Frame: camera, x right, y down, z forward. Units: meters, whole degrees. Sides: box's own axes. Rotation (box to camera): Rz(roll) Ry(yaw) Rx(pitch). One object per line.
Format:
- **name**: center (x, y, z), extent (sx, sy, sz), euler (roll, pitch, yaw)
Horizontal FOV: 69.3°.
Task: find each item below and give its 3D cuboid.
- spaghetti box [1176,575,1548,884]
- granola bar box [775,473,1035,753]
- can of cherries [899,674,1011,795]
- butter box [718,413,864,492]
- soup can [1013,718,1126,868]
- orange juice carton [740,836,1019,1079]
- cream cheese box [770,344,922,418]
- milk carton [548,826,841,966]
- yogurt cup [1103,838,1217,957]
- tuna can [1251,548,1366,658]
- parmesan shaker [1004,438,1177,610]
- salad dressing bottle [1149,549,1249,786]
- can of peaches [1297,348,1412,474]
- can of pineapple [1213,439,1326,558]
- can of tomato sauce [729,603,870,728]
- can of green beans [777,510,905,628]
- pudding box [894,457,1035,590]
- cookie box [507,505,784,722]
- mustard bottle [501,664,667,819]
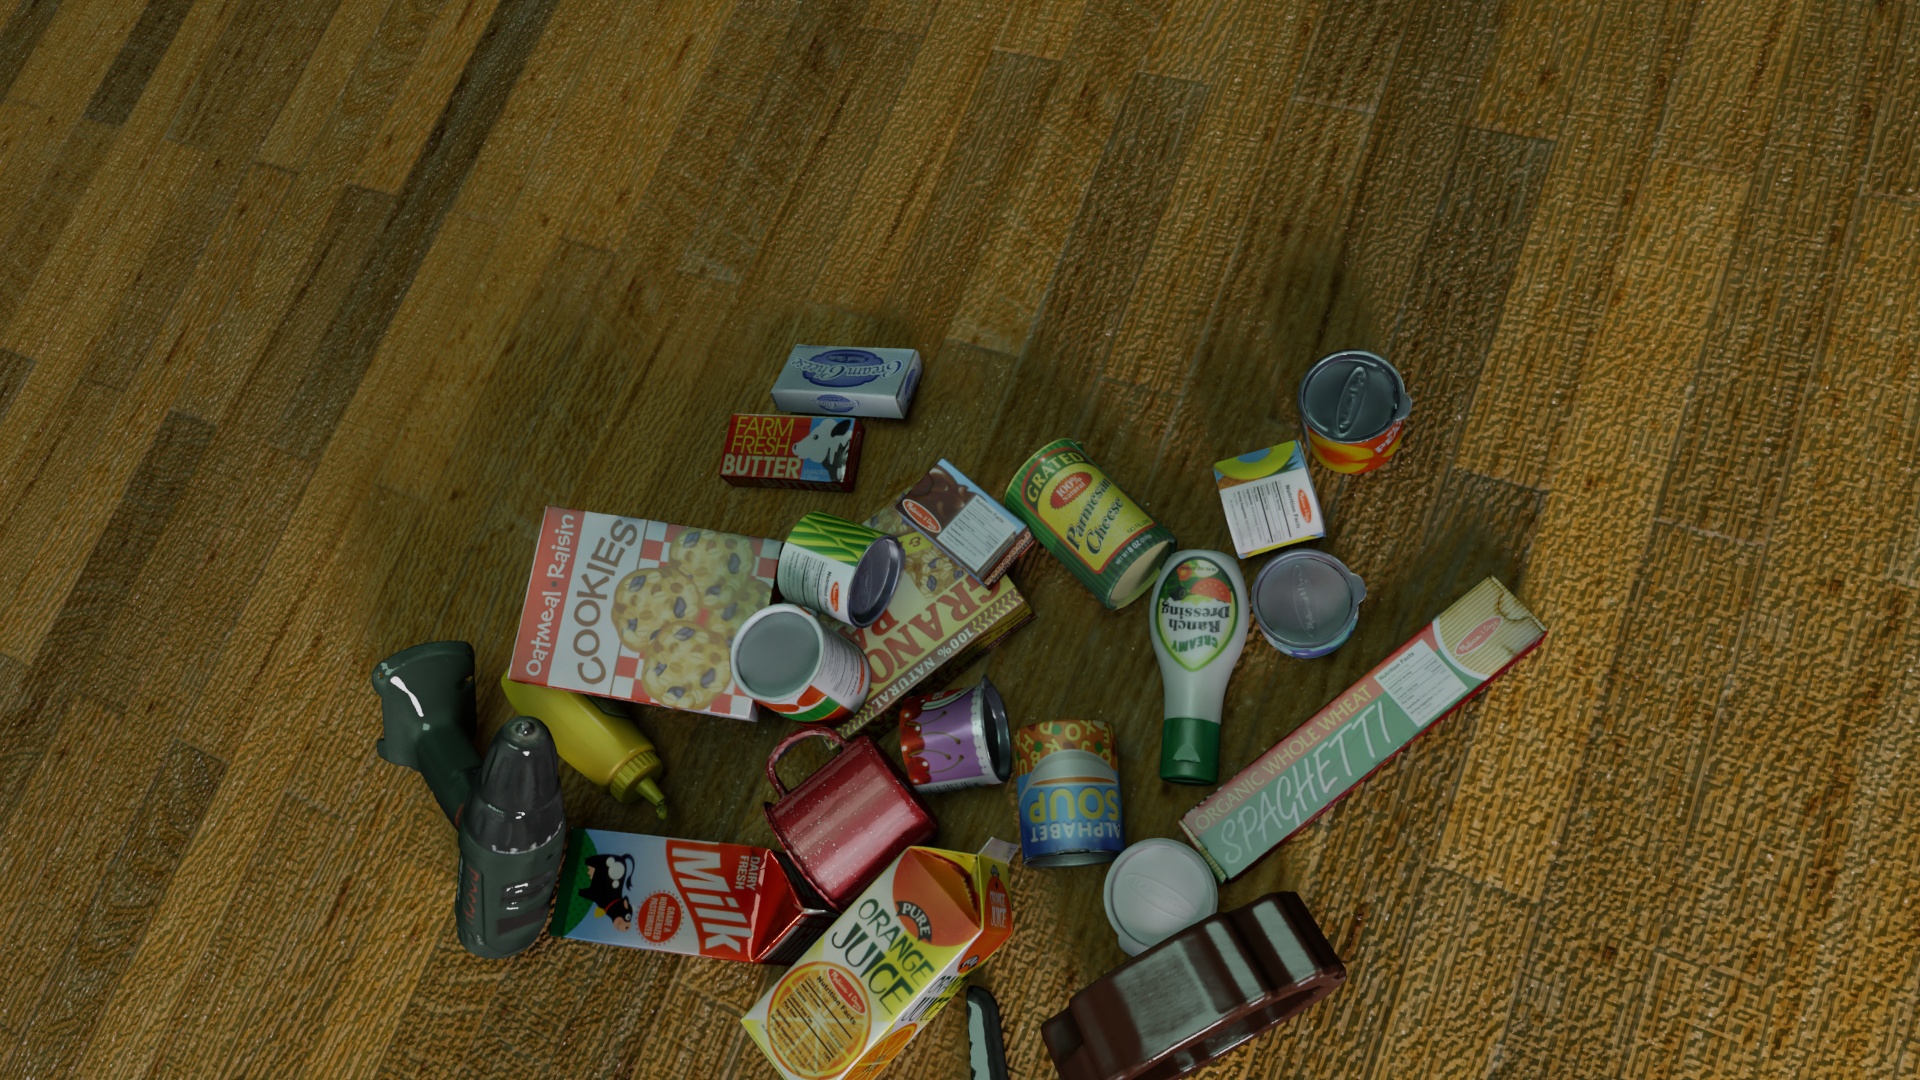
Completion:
- **spaghetti box**: center (0.246, 0.118, 0.859), extent (0.250, 0.028, 0.050), euler (-38, 65, 1)
- **granola bar box**: center (-0.050, 0.052, 0.968), extent (0.165, 0.039, 0.124), euler (-38, 64, 1)
- **can of cherries**: center (-0.003, 0.128, 0.912), extent (0.058, 0.071, 0.072), euler (-12, 69, 14)
- **butter box**: center (-0.126, -0.066, 1.041), extent (0.103, 0.024, 0.053), euler (3, 72, 18)
- **soup can**: center (0.069, 0.160, 0.876), extent (0.071, 0.071, 0.084), euler (-9, 69, 14)
- **orange juice carton**: center (-0.037, 0.259, 0.874), extent (0.193, 0.071, 0.073), euler (-46, 65, -2)
- **cream cheese box**: center (-0.085, -0.120, 1.038), extent (0.104, 0.024, 0.054), euler (5, 51, 19)
- **milk carton**: center (-0.166, 0.238, 0.920), extent (0.190, 0.072, 0.073), euler (2, 72, 18)
- **yogurt cup**: center (0.125, 0.219, 0.848), extent (0.072, 0.054, 0.072), euler (-5, 70, 15)
- **tuna can**: center (0.224, 0.040, 0.891), extent (0.071, 0.032, 0.071), euler (-5, 70, 15)
- **parmesan shaker**: center (0.089, -0.013, 0.934), extent (0.071, 0.071, 0.103), euler (-44, 65, -1)
- **salad dressing bottle**: center (0.151, 0.082, 0.893), extent (0.064, 0.044, 0.148), euler (1, 72, 16)
- **can of peaches**: center (0.259, -0.083, 0.910), extent (0.071, 0.058, 0.071), euler (-5, 70, 15)
- **can of pineapple**: center (0.201, -0.027, 0.906), extent (0.058, 0.071, 0.071), euler (-16, 68, 12)
- **can of tomato sauce**: center (-0.105, 0.083, 0.905), extent (0.071, 0.083, 0.071), euler (-6, 70, 15)
- **can of green beans**: center (-0.081, 0.019, 0.930), extent (0.058, 0.071, 0.071), euler (19, 78, 23)
- **pudding box**: center (0.003, -0.012, 0.936), extent (0.084, 0.030, 0.050), euler (40, 84, 24)
- **cookie box**: center (-0.212, 0.050, 0.952), extent (0.167, 0.040, 0.123), euler (9, 79, 4)
- **mustard bottle**: center (-0.258, 0.140, 0.990), extent (0.160, 0.065, 0.049), euler (40, 92, 19)
